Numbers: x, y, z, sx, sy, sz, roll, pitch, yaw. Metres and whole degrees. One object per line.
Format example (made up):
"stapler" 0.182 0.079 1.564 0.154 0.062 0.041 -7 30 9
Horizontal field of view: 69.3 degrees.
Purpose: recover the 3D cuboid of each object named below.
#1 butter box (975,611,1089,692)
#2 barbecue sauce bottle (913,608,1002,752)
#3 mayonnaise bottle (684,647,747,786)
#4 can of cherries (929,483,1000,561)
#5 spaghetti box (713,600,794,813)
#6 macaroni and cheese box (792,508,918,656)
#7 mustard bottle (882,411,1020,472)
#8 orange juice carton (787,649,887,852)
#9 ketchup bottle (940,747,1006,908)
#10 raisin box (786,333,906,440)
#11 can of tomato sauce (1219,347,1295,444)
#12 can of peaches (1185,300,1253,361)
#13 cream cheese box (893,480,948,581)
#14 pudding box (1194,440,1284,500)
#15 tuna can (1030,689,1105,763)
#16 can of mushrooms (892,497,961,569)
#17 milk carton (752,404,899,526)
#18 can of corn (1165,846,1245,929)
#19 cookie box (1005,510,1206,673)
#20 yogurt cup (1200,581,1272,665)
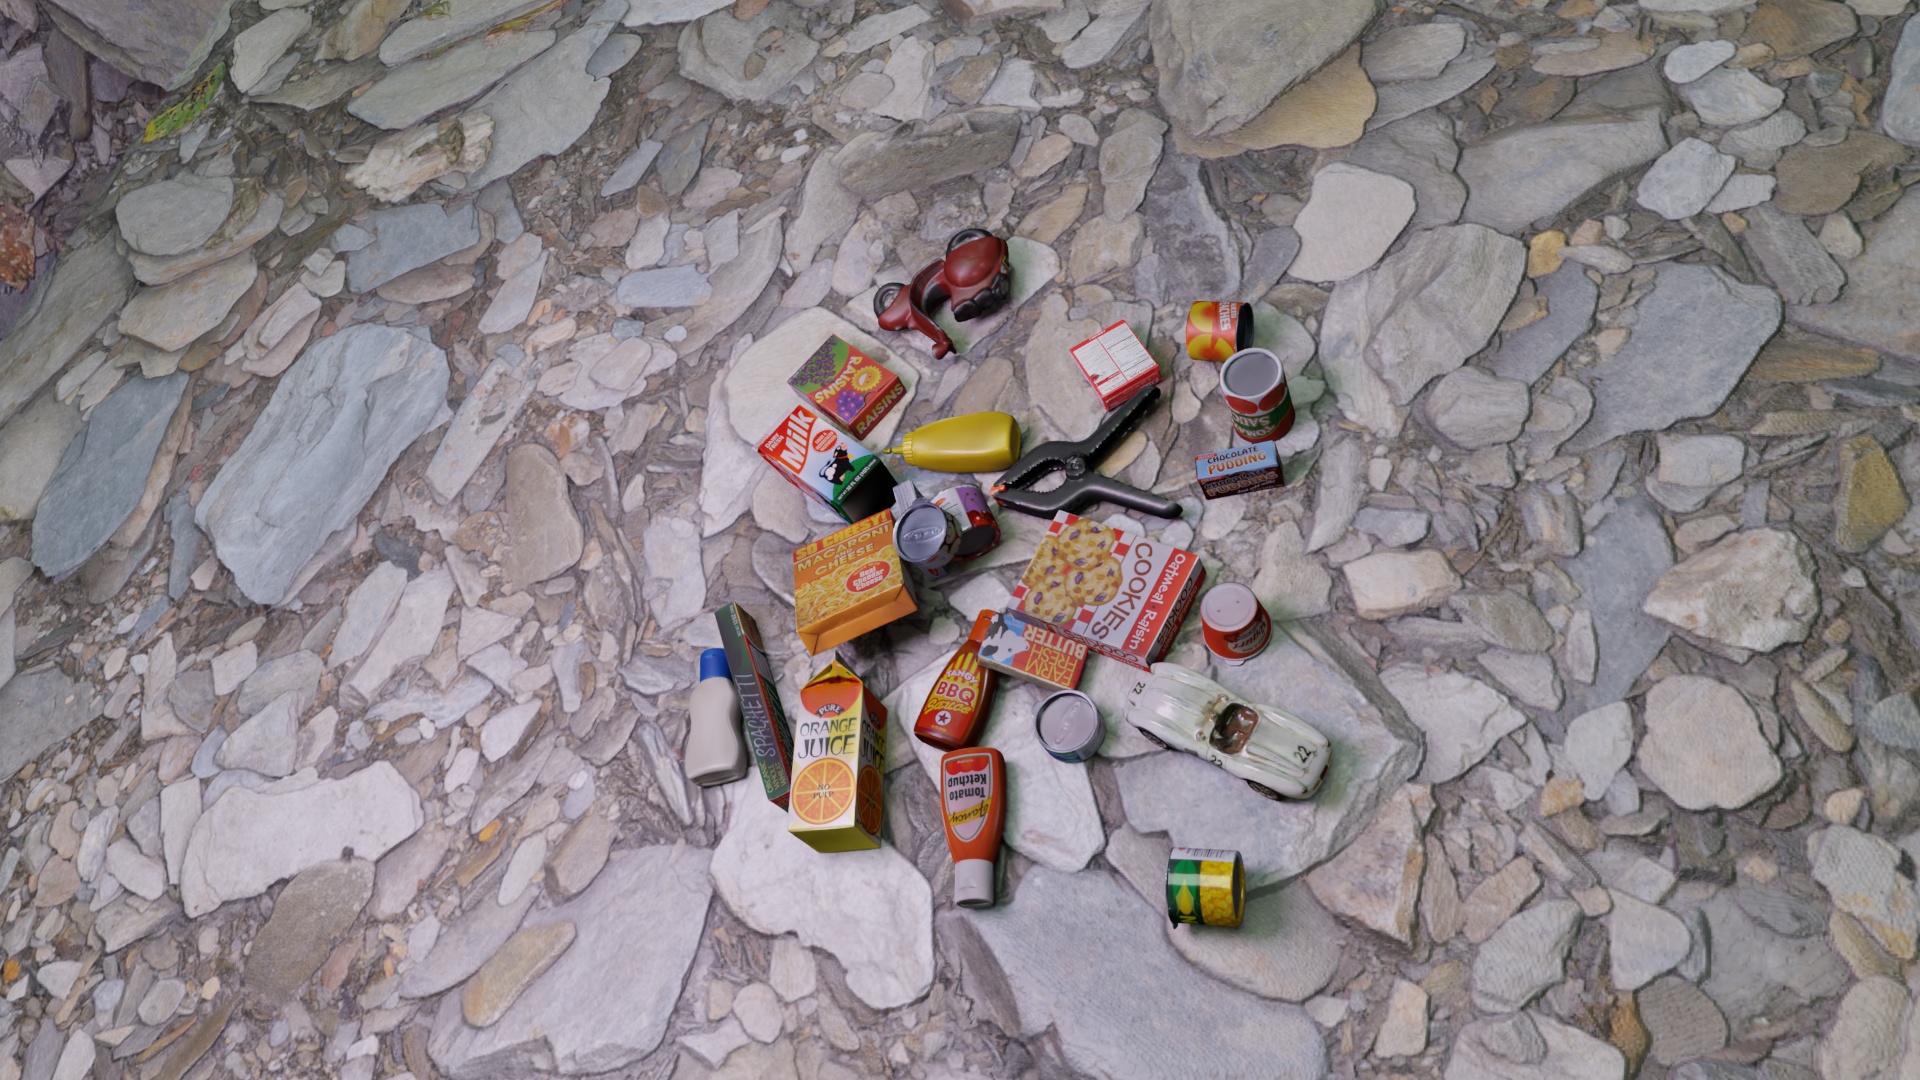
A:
"butter box" 0.072 0.114 1.394 0.103 0.024 0.053 20 66 4
"barbecue sauce bottle" 0.009 0.142 1.415 0.065 0.043 0.149 14 66 25
"mayonnaise bottle" -0.264 0.189 1.501 0.065 0.041 0.149 -14 55 12
"can of cherries" 0.005 -0.019 1.501 0.071 0.071 0.058 -28 58 4
"spaghetti box" -0.213 0.175 1.481 0.028 0.050 0.251 -29 54 7
"macaroni and cheese box" -0.116 0.042 1.489 0.124 0.040 0.167 -24 29 5
"mustard bottle" -0.013 -0.108 1.573 0.160 0.048 0.065 -3 59 22
"orange juice carton" -0.121 0.211 1.409 0.073 0.071 0.193 -9 58 17
"ketchup bottle" 0.013 0.275 1.333 0.064 0.043 0.149 -11 58 16
"raisin box" -0.137 -0.187 1.677 0.086 0.040 0.123 -47 56 -10
"can of tomato sauce" 0.308 -0.149 1.445 0.071 0.082 0.071 -10 57 16
"can of peaches" 0.282 -0.229 1.512 0.058 0.071 0.071 7 64 27
"cream cheese box" -0.044 -0.012 1.524 0.024 0.053 0.104 -24 54 10
"pudding box" 0.287 -0.072 1.428 0.083 0.049 0.030 -10 59 16
"tuna can" 0.105 0.181 1.358 0.071 0.032 0.071 -10 57 16
"can of mushrooms" -0.034 -0.007 1.455 0.071 0.033 0.071 -11 67 29
"milk carton" -0.163 -0.091 1.608 0.191 0.073 0.072 35 78 35
"can of corn" 0.215 0.306 1.218 0.058 0.071 0.071 -2 60 21
"cookie box" 0.149 0.050 1.416 0.167 0.040 0.123 19 69 31
"yogurt cup" 0.264 0.076 1.345 0.072 0.053 0.073 -10 57 16
